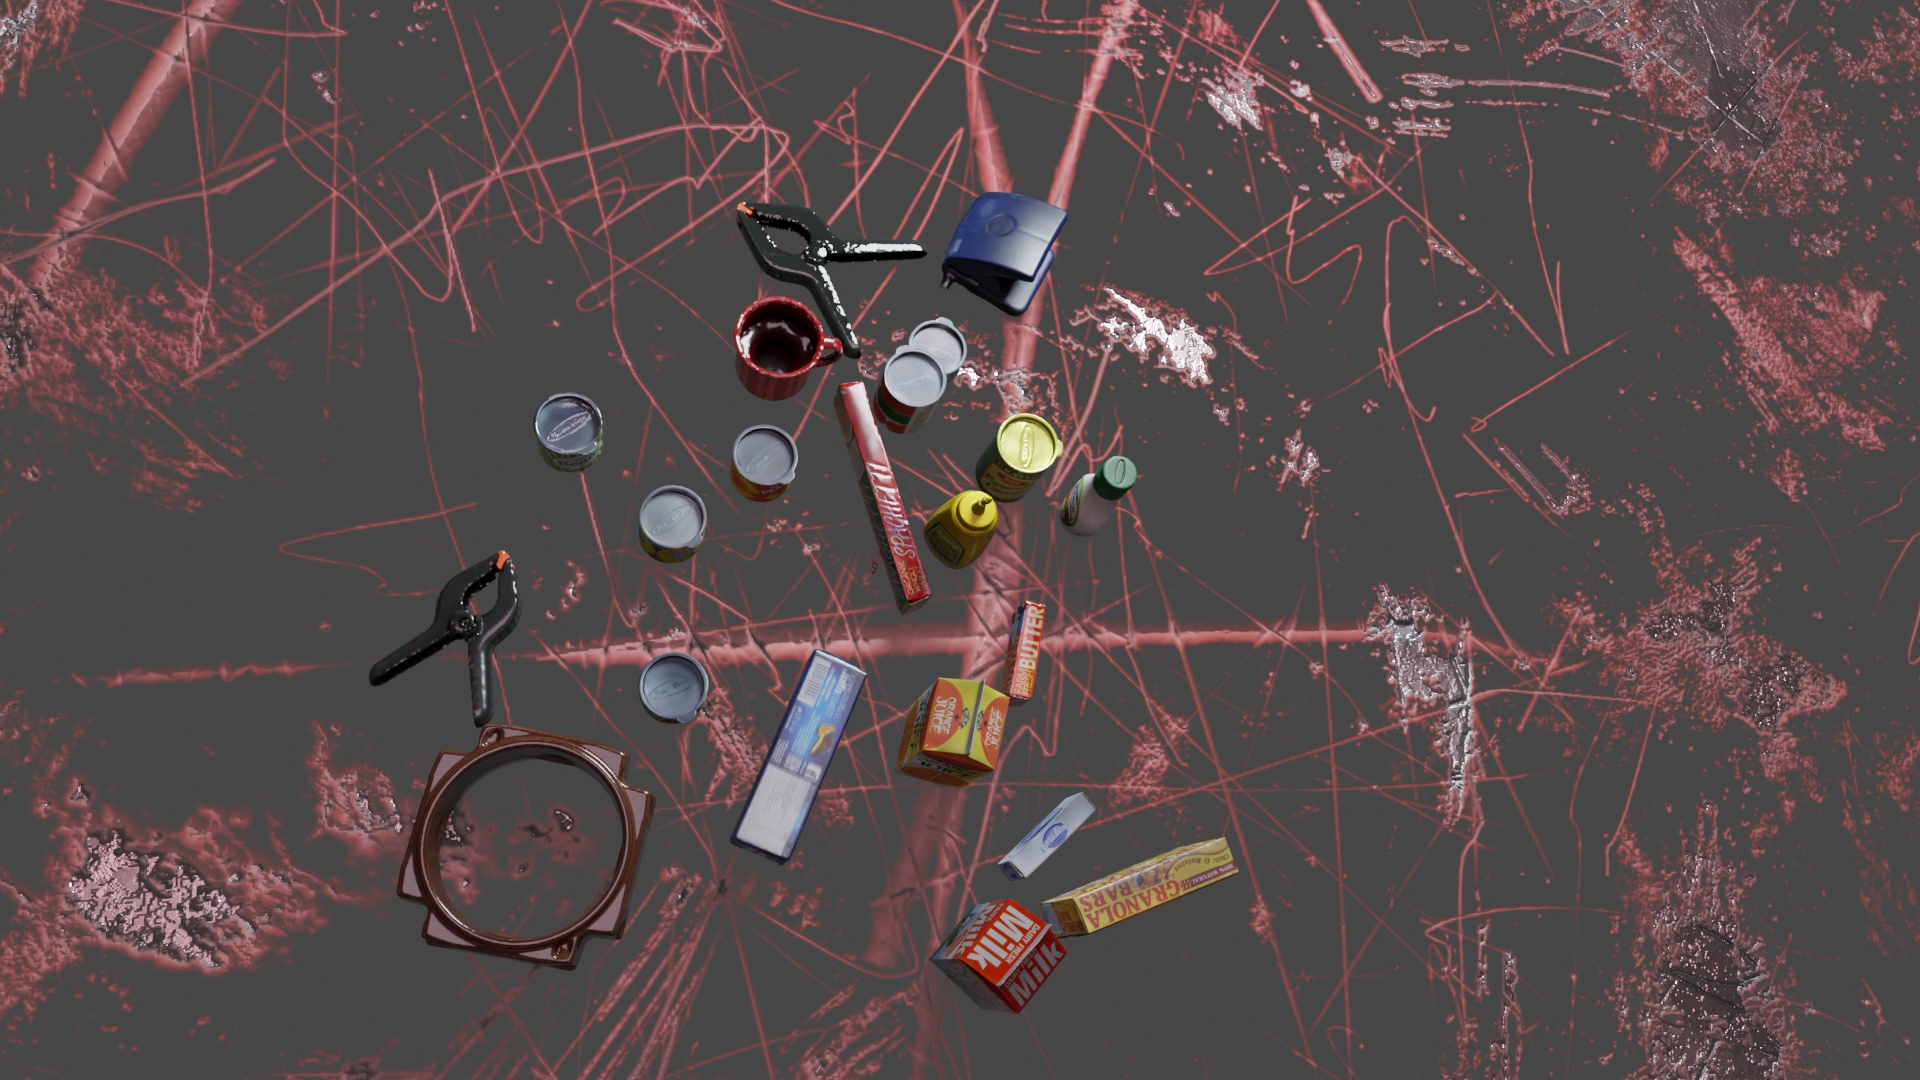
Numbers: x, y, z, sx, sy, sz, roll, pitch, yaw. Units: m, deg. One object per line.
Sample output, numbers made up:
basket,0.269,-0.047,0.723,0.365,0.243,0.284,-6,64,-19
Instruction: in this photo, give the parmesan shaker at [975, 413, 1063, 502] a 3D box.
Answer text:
parmesan shaker,0.061,-0.085,1.481,0.071,0.102,0.071,4,72,-12

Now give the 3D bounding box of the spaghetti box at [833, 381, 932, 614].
spaghetti box,-0.084,-0.045,1.462,0.029,0.050,0.250,-14,76,-17

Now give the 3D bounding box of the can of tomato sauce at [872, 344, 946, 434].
can of tomato sauce,-0.057,-0.160,1.488,0.071,0.082,0.071,4,72,-12

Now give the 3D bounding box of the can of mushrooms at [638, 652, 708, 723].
can of mushrooms,-0.281,0.147,1.361,0.071,0.033,0.071,4,72,-12

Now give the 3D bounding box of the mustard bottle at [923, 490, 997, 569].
mustard bottle,0.005,-0.018,1.415,0.065,0.159,0.049,46,69,4

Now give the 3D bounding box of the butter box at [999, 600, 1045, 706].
butter box,0.064,0.119,1.442,0.024,0.053,0.104,14,70,-9

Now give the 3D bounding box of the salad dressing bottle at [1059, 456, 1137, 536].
salad dressing bottle,0.146,-0.048,1.465,0.044,0.147,0.064,14,70,-8

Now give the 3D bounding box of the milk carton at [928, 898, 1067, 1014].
milk carton,0.036,0.382,1.275,0.073,0.190,0.072,43,69,2

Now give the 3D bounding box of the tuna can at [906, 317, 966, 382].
tuna can,-0.028,-0.209,1.538,0.071,0.032,0.071,4,72,-12

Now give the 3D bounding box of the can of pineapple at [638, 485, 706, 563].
can of pineapple,-0.290,-0.014,1.398,0.071,0.057,0.071,4,72,-12

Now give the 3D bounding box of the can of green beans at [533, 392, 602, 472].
can of green beans,-0.396,-0.108,1.404,0.071,0.057,0.071,4,72,-12

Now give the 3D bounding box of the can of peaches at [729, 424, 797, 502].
can of peaches,-0.203,-0.077,1.440,0.071,0.058,0.071,4,72,-12

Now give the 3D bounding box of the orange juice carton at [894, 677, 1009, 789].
orange juice carton,-0.005,0.184,1.329,0.073,0.192,0.072,17,70,-8

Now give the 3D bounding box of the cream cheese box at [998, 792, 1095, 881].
cream cheese box,0.086,0.297,1.388,0.104,0.053,0.024,-40,85,-21

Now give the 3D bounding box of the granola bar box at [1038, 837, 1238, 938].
granola bar box,0.172,0.341,1.356,0.166,0.123,0.039,-17,77,-18
